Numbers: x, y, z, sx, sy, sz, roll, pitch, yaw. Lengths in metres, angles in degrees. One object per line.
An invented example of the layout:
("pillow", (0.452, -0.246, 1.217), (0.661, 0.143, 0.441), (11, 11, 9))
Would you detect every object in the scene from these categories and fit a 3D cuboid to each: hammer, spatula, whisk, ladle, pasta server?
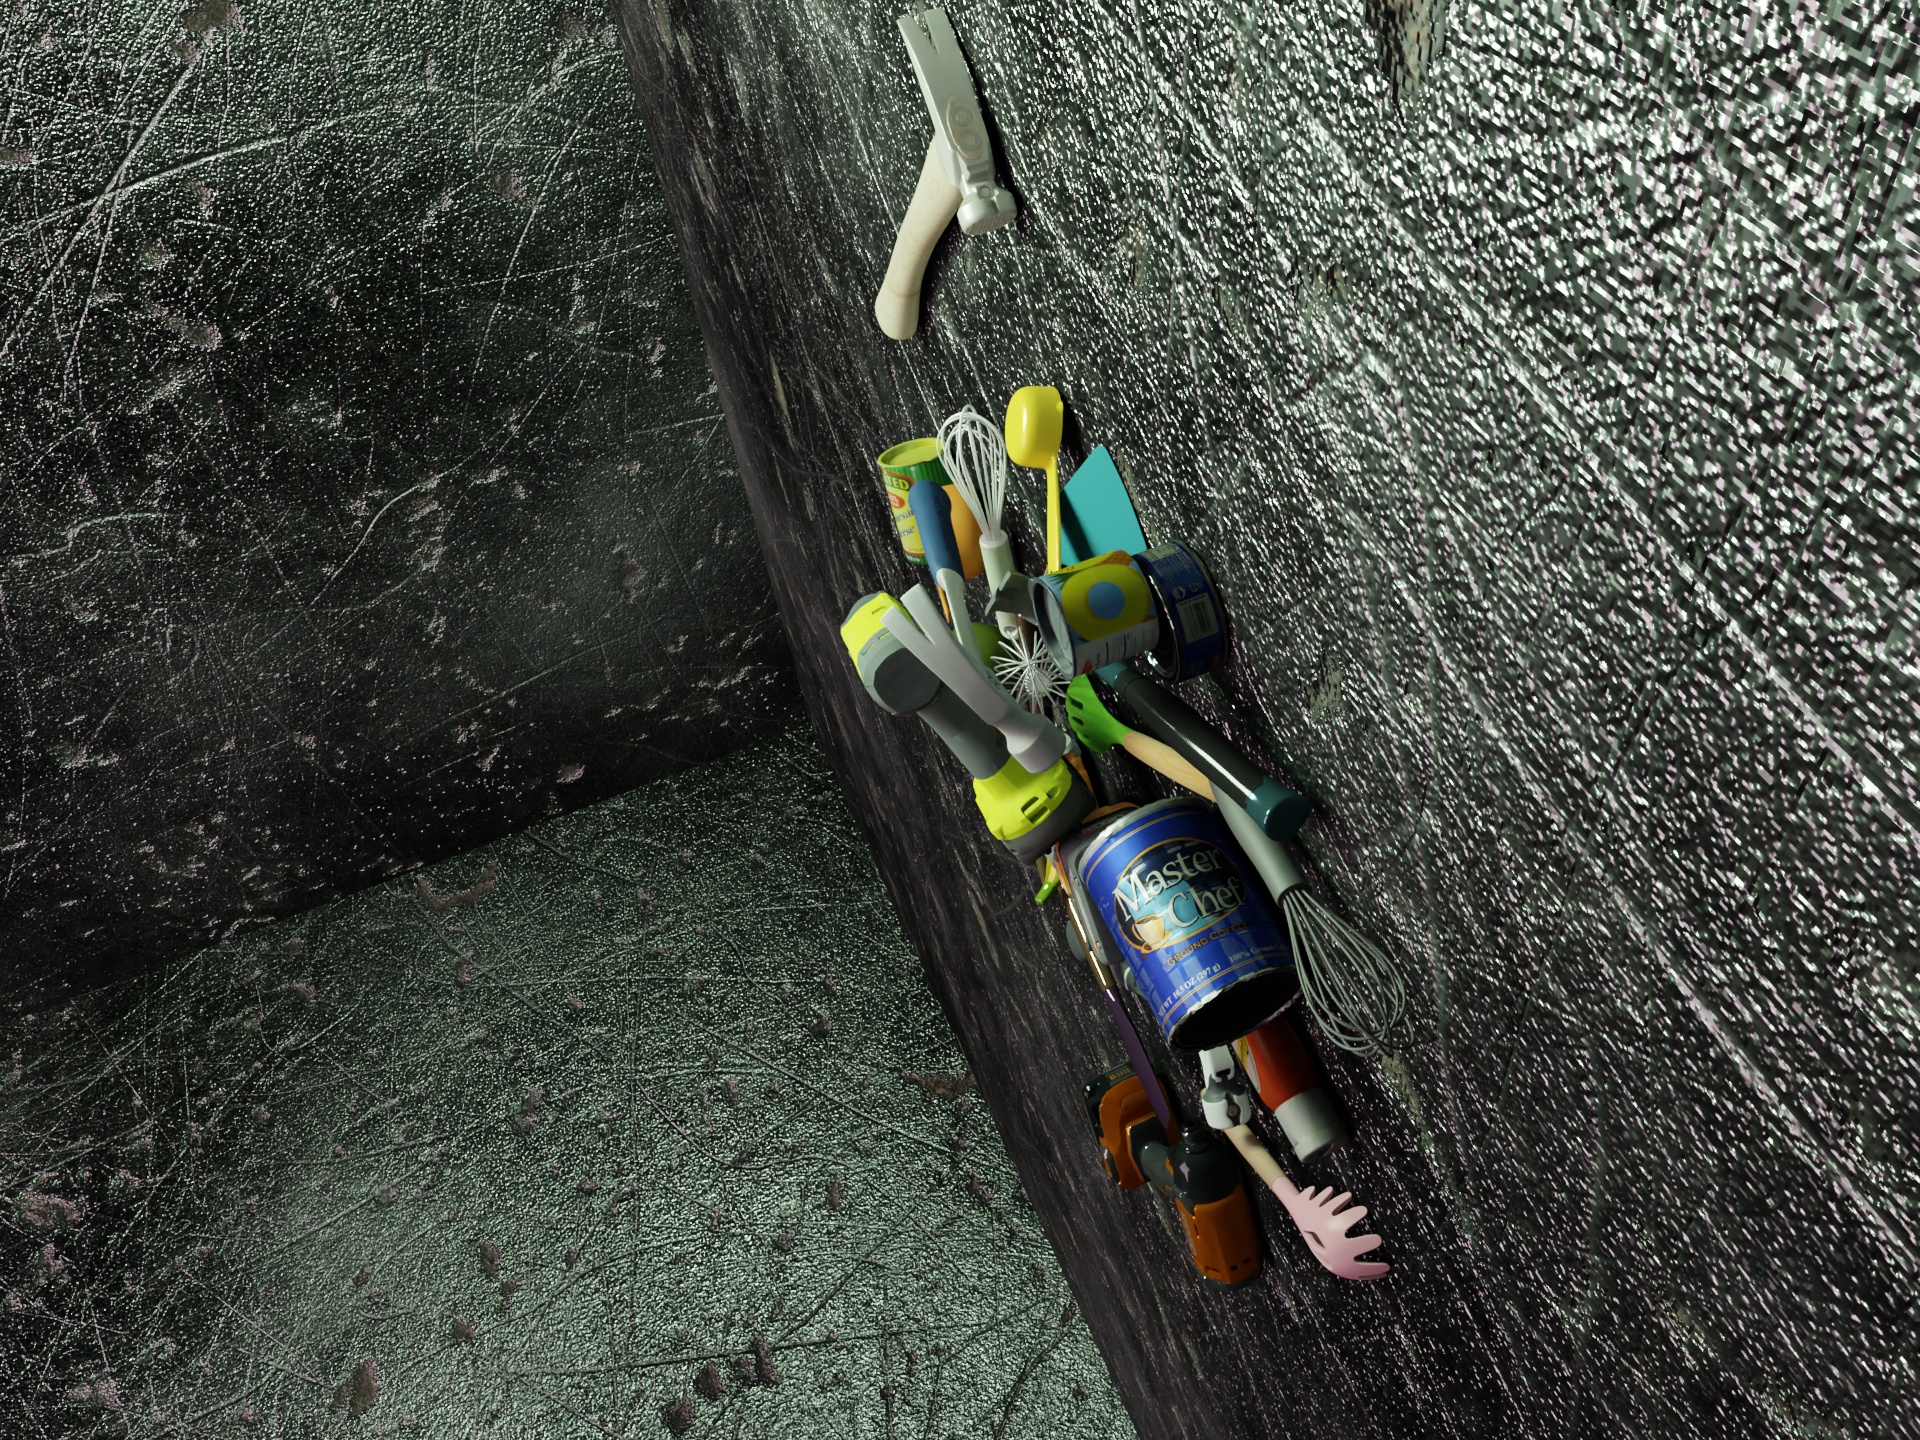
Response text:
("hammer", (0.160, 0.233, 1.439), (0.409, 0.036, 0.149), (-157, 51, -78))
("spatula", (0.084, -0.114, 1.189), (0.317, 0.044, 0.082), (103, 146, -81))
("hammer", (-0.009, -0.103, 1.170), (0.144, 0.035, 0.406), (44, -166, -23))
("hammer", (-0.033, -0.385, 1.223), (0.410, 0.038, 0.146), (167, 84, -81))
("whisk", (0.026, -0.162, 1.354), (0.246, 0.058, 0.059), (75, -156, -44))
("hammer", (0.119, -0.017, 1.026), (0.128, 0.033, 0.331), (21, -164, -35))
("ladle", (0.047, 0.046, 1.526), (0.078, 0.062, 0.319), (-82, -19, -56))
("spatula", (0.128, 0.226, 1.457), (0.059, 0.018, 0.316), (87, 164, -56))
("whisk", (0.060, -0.032, 1.284), (0.284, 0.070, 0.070), (34, -145, -84))
("whisk", (0.200, 0.102, 0.940), (0.239, 0.055, 0.055), (-113, 9, -45))
("pasta server", (0.247, 0.348, 1.238), (0.316, 0.040, 0.060), (-137, 28, -78))

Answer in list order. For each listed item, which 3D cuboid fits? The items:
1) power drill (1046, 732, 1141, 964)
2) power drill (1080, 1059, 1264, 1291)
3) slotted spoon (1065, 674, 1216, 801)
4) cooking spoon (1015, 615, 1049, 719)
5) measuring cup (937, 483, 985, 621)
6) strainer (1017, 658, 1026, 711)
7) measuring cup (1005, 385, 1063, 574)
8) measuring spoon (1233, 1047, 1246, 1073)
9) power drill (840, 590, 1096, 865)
("power drill", (0.116, 0.125, 1.344), (0.226, 0.084, 0.185), (-126, 15, -69))
("power drill", (0.195, 0.404, 1.484), (0.227, 0.084, 0.164), (-144, 35, -65))
("slotted spoon", (0.135, 0.019, 1.166), (0.314, 0.031, 0.070), (-143, 37, -70))
("cooking spoon", (0.075, -0.002, 1.474), (0.069, 0.017, 0.318), (-106, 3, -47))
("measuring cup", (0.000, -0.143, 1.398), (0.174, 0.052, 0.095), (-102, -2, -52))
("strainer", (0.059, 0.029, 1.577), (0.087, 0.050, 0.258), (-100, 1, -52))
("measuring cup", (0.051, -0.158, 1.092), (0.062, 0.029, 0.157), (127, 144, -66))
("measuring spoon", (0.213, 0.232, 1.225), (0.034, 0.018, 0.124), (-98, -11, -51))
("power drill", (-0.002, -0.004, 1.240), (0.223, 0.080, 0.171), (47, -175, -23))
